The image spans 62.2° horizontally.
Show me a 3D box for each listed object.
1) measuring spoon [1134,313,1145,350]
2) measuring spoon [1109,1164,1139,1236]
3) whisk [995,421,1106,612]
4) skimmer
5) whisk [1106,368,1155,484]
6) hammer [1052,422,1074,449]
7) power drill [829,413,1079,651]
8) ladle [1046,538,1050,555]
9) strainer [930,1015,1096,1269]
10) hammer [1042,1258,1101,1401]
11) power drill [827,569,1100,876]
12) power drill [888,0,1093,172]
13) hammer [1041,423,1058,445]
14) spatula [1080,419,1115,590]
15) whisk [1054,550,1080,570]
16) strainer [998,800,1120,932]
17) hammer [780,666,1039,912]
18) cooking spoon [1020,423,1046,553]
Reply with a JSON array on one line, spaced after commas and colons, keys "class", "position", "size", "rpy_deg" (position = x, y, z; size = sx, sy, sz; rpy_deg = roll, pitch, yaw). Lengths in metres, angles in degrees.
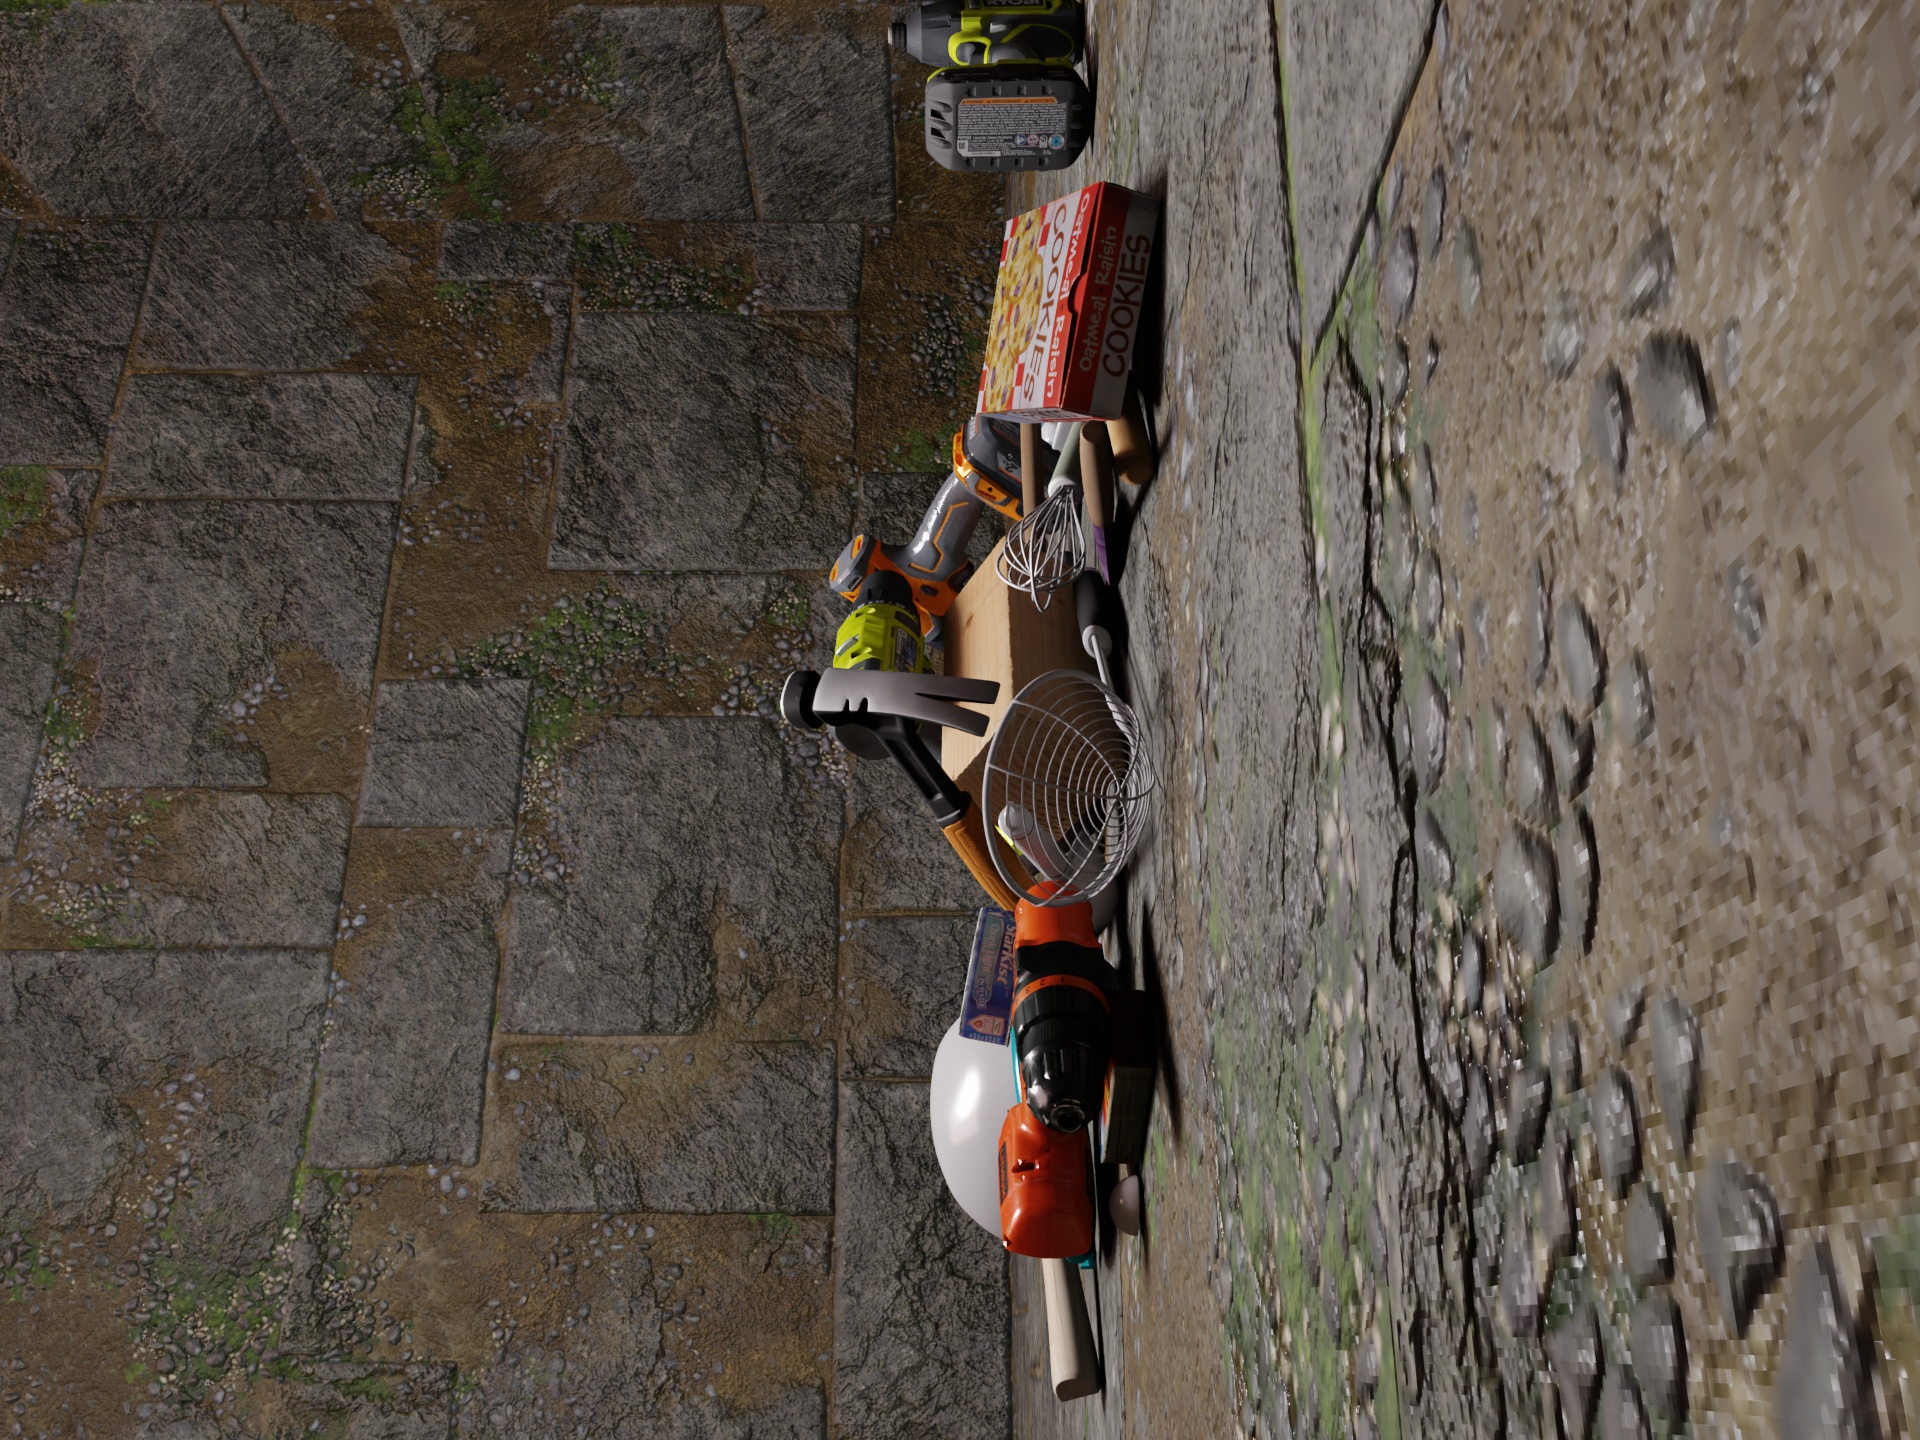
[{"class": "measuring spoon", "position": [0.104, -0.269, 0.961], "size": [0.042, 0.021, 0.129], "rpy_deg": [95, 167, -55]}, {"class": "measuring spoon", "position": [0.096, 0.269, 0.972], "size": [0.124, 0.018, 0.034], "rpy_deg": [-88, -2, -72]}, {"class": "whisk", "position": [0.071, -0.150, 1.079], "size": [0.246, 0.058, 0.059], "rpy_deg": [-69, -28, -53]}, {"class": "skimmer", "position": [0.060, -0.017, 0.968], "size": [0.363, 0.090, 0.127], "rpy_deg": [-89, -20, -66]}, {"class": "whisk", "position": [0.088, -0.220, 0.960], "size": [0.245, 0.051, 0.047], "rpy_deg": [-94, 9, -47]}, {"class": "hammer", "position": [0.069, -0.319, 1.396], "size": [0.406, 0.035, 0.144], "rpy_deg": [-118, 27, -76]}, {"class": "power drill", "position": [0.008, -0.160, 1.458], "size": [0.226, 0.164, 0.084], "rpy_deg": [-44, 25, 29]}, {"class": "ladle", "position": [0.079, -0.079, 1.516], "size": [0.315, 0.031, 0.069], "rpy_deg": [83, -178, -61]}, {"class": "strainer", "position": [0.024, 0.239, 1.197], "size": [0.210, 0.095, 0.341], "rpy_deg": [60, -161, -58]}, {"class": "hammer", "position": [0.068, 0.351, 1.299], "size": [0.411, 0.038, 0.146], "rpy_deg": [-95, -19, -54]}, {"class": "power drill", "position": [-0.002, -0.004, 1.194], "size": [0.080, 0.228, 0.191], "rpy_deg": [-38, 27, 25]}, {"class": "power drill", "position": [0.026, -0.553, 1.355], "size": [0.223, 0.171, 0.080], "rpy_deg": [-95, 4, -46]}, {"class": "hammer", "position": [0.090, -0.308, 1.651], "size": [0.331, 0.033, 0.128], "rpy_deg": [92, 178, -85]}, {"class": "spatula", "position": [0.085, -0.133, 0.967], "size": [0.316, 0.018, 0.060], "rpy_deg": [40, -134, -81]}, {"class": "whisk", "position": [0.086, -0.090, 1.316], "size": [0.239, 0.055, 0.055], "rpy_deg": [-79, -9, -63]}, {"class": "strainer", "position": [0.062, 0.093, 0.992], "size": [0.258, 0.050, 0.087], "rpy_deg": [50, -123, -65]}, {"class": "hammer", "position": [0.011, 0.067, 1.005], "size": [0.336, 0.127, 0.034], "rpy_deg": [56, -136, -53]}, {"class": "cooking spoon", "position": [0.056, -0.254, 1.282], "size": [0.068, 0.017, 0.319], "rpy_deg": [122, 146, -77]}]
